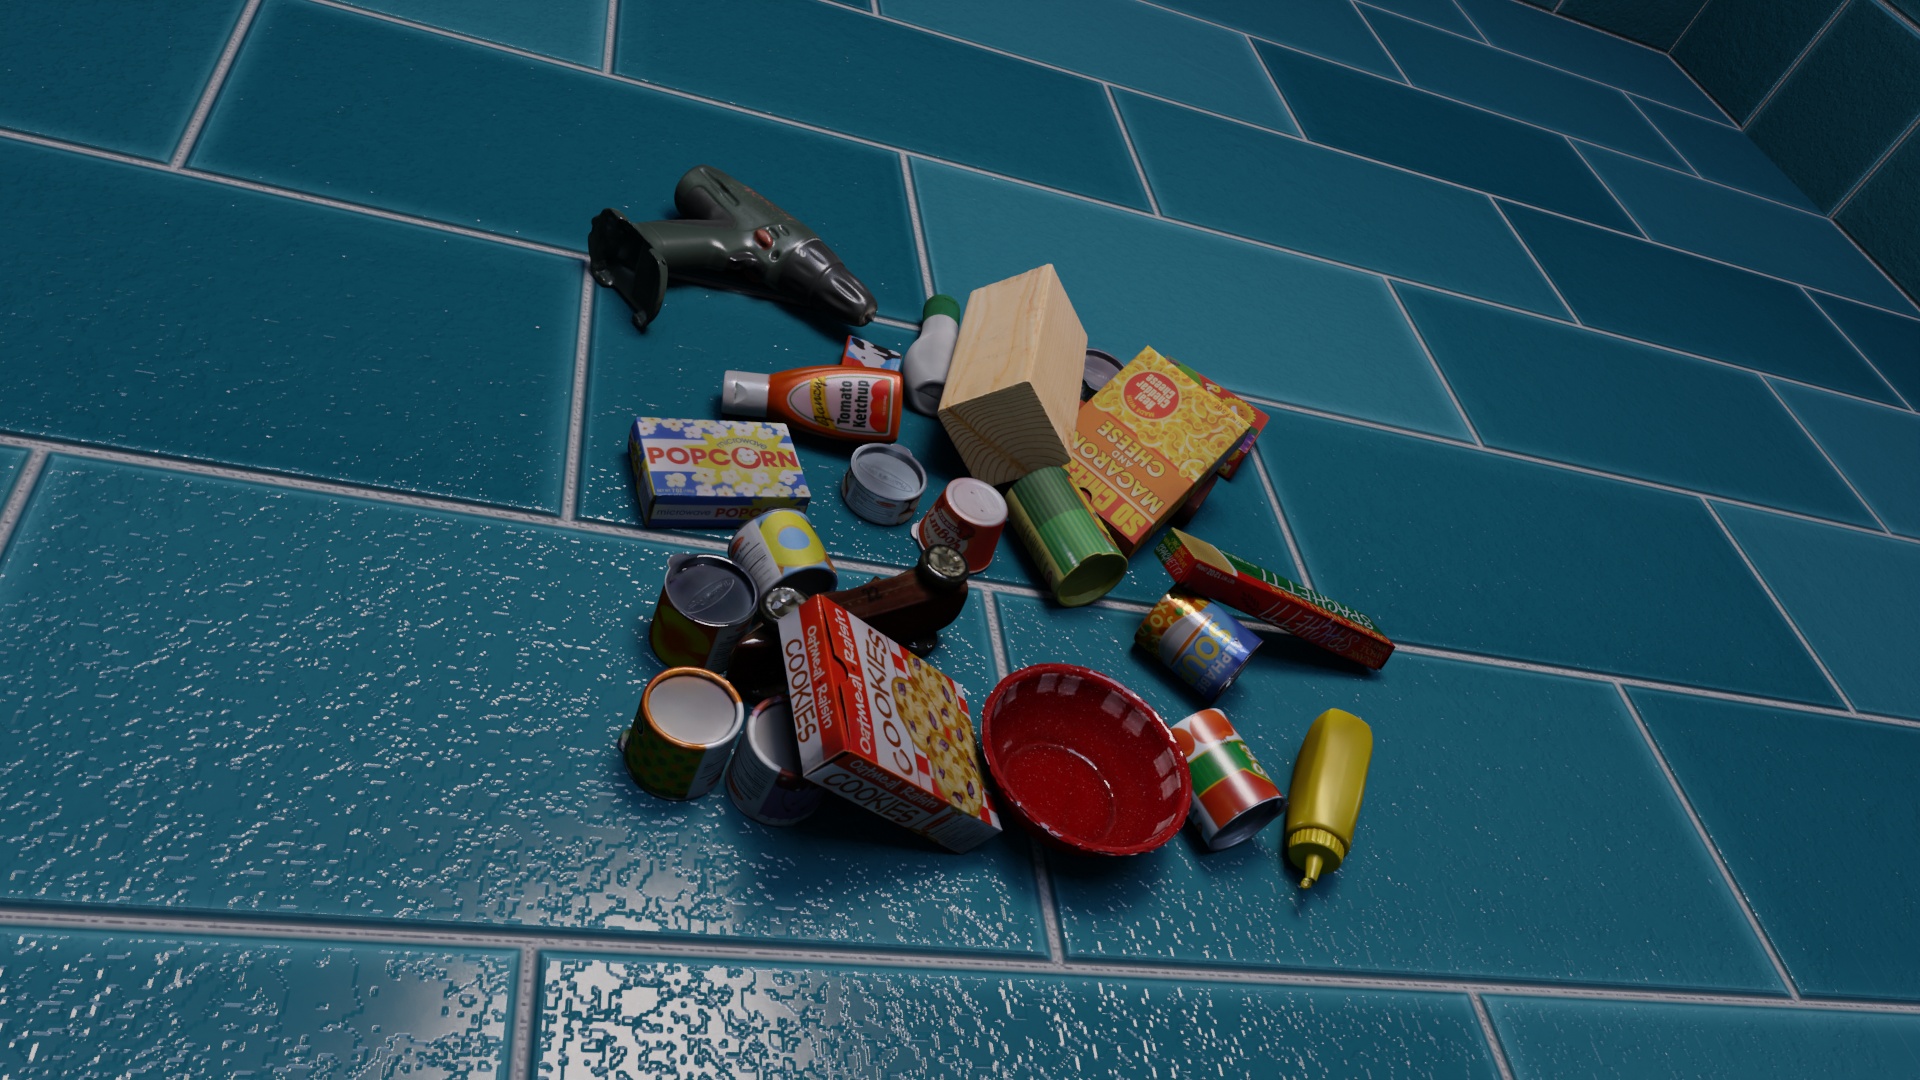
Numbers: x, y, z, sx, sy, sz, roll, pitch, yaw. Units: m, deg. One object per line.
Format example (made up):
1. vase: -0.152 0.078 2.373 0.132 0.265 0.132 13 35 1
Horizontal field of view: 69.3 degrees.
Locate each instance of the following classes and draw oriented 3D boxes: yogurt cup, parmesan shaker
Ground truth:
1. yogurt cup: 0.004 -0.014 1.137 0.072 0.053 0.073 16 42 -14
2. parmesan shaker: 0.086 -0.006 1.158 0.071 0.071 0.103 -5 50 -32

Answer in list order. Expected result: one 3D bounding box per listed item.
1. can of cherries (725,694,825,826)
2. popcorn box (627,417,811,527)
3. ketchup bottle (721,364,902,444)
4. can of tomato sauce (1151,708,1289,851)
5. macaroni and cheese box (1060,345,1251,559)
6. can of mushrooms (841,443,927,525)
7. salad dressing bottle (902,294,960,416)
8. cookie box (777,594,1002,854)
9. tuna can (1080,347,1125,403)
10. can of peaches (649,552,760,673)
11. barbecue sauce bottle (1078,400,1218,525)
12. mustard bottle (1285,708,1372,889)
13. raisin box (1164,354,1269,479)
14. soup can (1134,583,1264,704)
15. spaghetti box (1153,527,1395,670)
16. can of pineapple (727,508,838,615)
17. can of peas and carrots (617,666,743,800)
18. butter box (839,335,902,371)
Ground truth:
1. can of cherries: -0.112 0.142 0.908 0.071 0.058 0.072 15 42 -14
2. popcorn box: -0.189 -0.053 1.085 0.127 0.038 0.085 0 47 -28
3. ketchup bottle: -0.125 -0.118 1.168 0.149 0.064 0.043 5 4 -7
4. can of tomato sauce: 0.191 0.176 1.028 0.071 0.070 0.083 -8 51 -34
5. macaroni and cheese box: 0.159 -0.081 1.246 0.124 0.040 0.167 41 69 16
6. can of mushrooms: -0.063 -0.048 1.152 0.071 0.033 0.071 14 42 -13
7. salad dressing bottle: -0.020 -0.177 1.302 0.064 0.043 0.148 22 39 -16
8. cookie box: -0.045 0.122 0.914 0.167 0.040 0.123 38 26 -44
9. tuna can: 0.132 -0.156 1.368 0.071 0.032 0.071 15 42 -14
10. can of peaches: -0.181 0.050 0.968 0.071 0.057 0.071 14 42 -13
11. barbecue sauce bottle: 0.163 -0.076 1.294 0.148 0.043 0.065 34 47 8
12. mustard bottle: 0.275 0.202 1.052 0.049 0.065 0.161 24 46 4
13. raisin box: 0.237 -0.124 1.387 0.123 0.039 0.086 32 40 8
14. soup can: 0.192 0.082 1.126 0.084 0.071 0.072 39 42 14
15. spaghetti box: 0.270 0.052 1.174 0.250 0.028 0.050 22 23 -30
16. can of pineapple: -0.129 0.019 1.022 0.071 0.070 0.058 -8 52 -34
17. can of peas and carrots: -0.180 0.122 0.893 0.071 0.058 0.071 15 41 -14
18. butter box: -0.086 -0.139 1.241 0.053 0.024 0.104 19 41 -10
